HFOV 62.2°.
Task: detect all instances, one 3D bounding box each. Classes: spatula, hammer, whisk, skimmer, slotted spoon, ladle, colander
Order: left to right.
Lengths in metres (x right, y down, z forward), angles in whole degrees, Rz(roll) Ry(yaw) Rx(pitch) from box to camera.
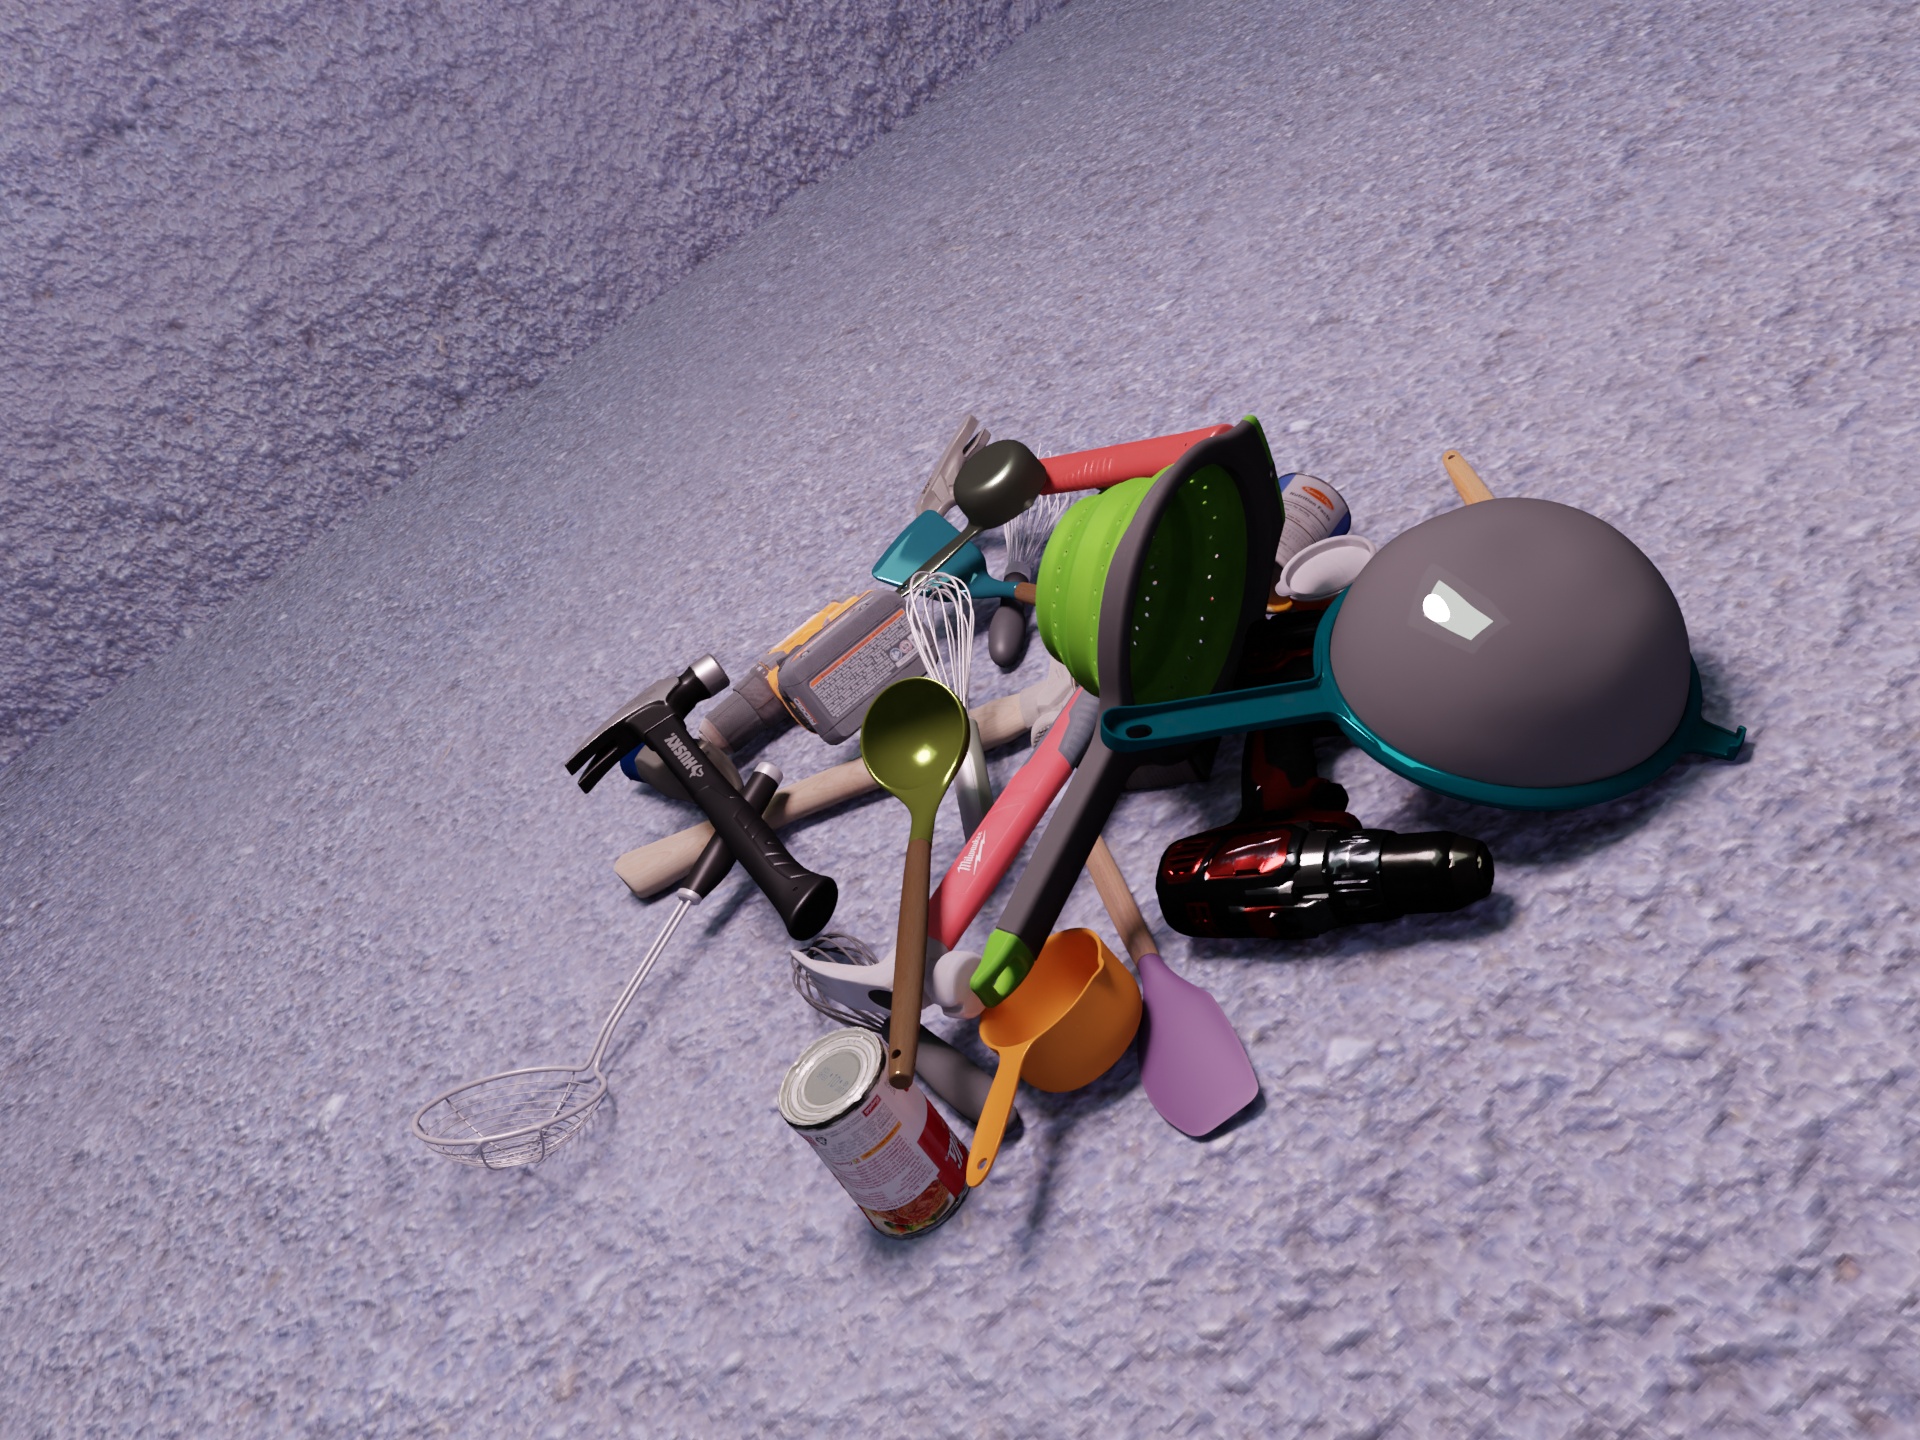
[{"bbox_3d":[-0.243,0.159,1.132,0.127,0.090,0.363,0,51,45],"label":"skimmer"},{"bbox_3d":[-0.181,0.063,1.164,0.146,0.035,0.335,-35,39,-11],"label":"hammer"},{"bbox_3d":[-0.092,0.044,1.244,0.410,0.038,0.146,-22,30,17],"label":"hammer"},{"bbox_3d":[-0.037,0.191,0.975,0.055,0.055,0.239,-42,36,-15],"label":"whisk"},{"bbox_3d":[-0.032,0.084,0.942,0.078,0.062,0.320,-25,31,19],"label":"ladle"},{"bbox_3d":[-0.002,-0.004,1.135,0.058,0.059,0.247,-30,56,31],"label":"whisk"},{"bbox_3d":[0.051,-0.144,1.370,0.070,0.070,0.285,-17,38,25],"label":"whisk"},{"bbox_3d":[0.042,0.036,1.043,0.143,0.038,0.386,-1,40,42],"label":"hammer"},{"bbox_3d":[0.060,-0.103,1.249,0.318,0.044,0.082,19,62,45],"label":"spatula"},{"bbox_3d":[0.091,-0.211,1.311,0.359,0.036,0.149,0,57,51],"label":"hammer"},{"bbox_3d":[0.074,-0.015,0.962,0.094,0.204,0.397,15,63,32],"label":"colander"},{"bbox_3d":[0.103,0.131,0.952,0.060,0.018,0.316,-38,30,10],"label":"spatula"},{"bbox_3d":[0.365,-0.112,1.057,0.070,0.031,0.314,-27,29,17],"label":"slotted spoon"}]

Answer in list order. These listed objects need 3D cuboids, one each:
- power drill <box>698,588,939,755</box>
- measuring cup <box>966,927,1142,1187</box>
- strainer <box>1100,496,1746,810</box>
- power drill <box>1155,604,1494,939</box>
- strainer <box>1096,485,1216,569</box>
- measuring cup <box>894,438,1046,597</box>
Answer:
[{"bbox_3d":[-0.125,-0.033,1.313,0.185,0.084,0.226,-40,14,-12],"label":"power drill"},{"bbox_3d":[0.047,0.193,0.866,0.095,0.052,0.174,-27,26,39],"label":"measuring cup"},{"bbox_3d":[0.242,-0.047,0.866,0.340,0.095,0.211,-10,46,-6],"label":"strainer"},{"bbox_3d":[0.226,0.031,0.931,0.188,0.080,0.227,-8,41,35],"label":"power drill"},{"bbox_3d":[0.153,-0.171,1.303,0.151,0.069,0.257,-42,25,-2],"label":"strainer"},{"bbox_3d":[-0.003,-0.164,1.291,0.167,0.038,0.083,-44,32,-5],"label":"measuring cup"}]
